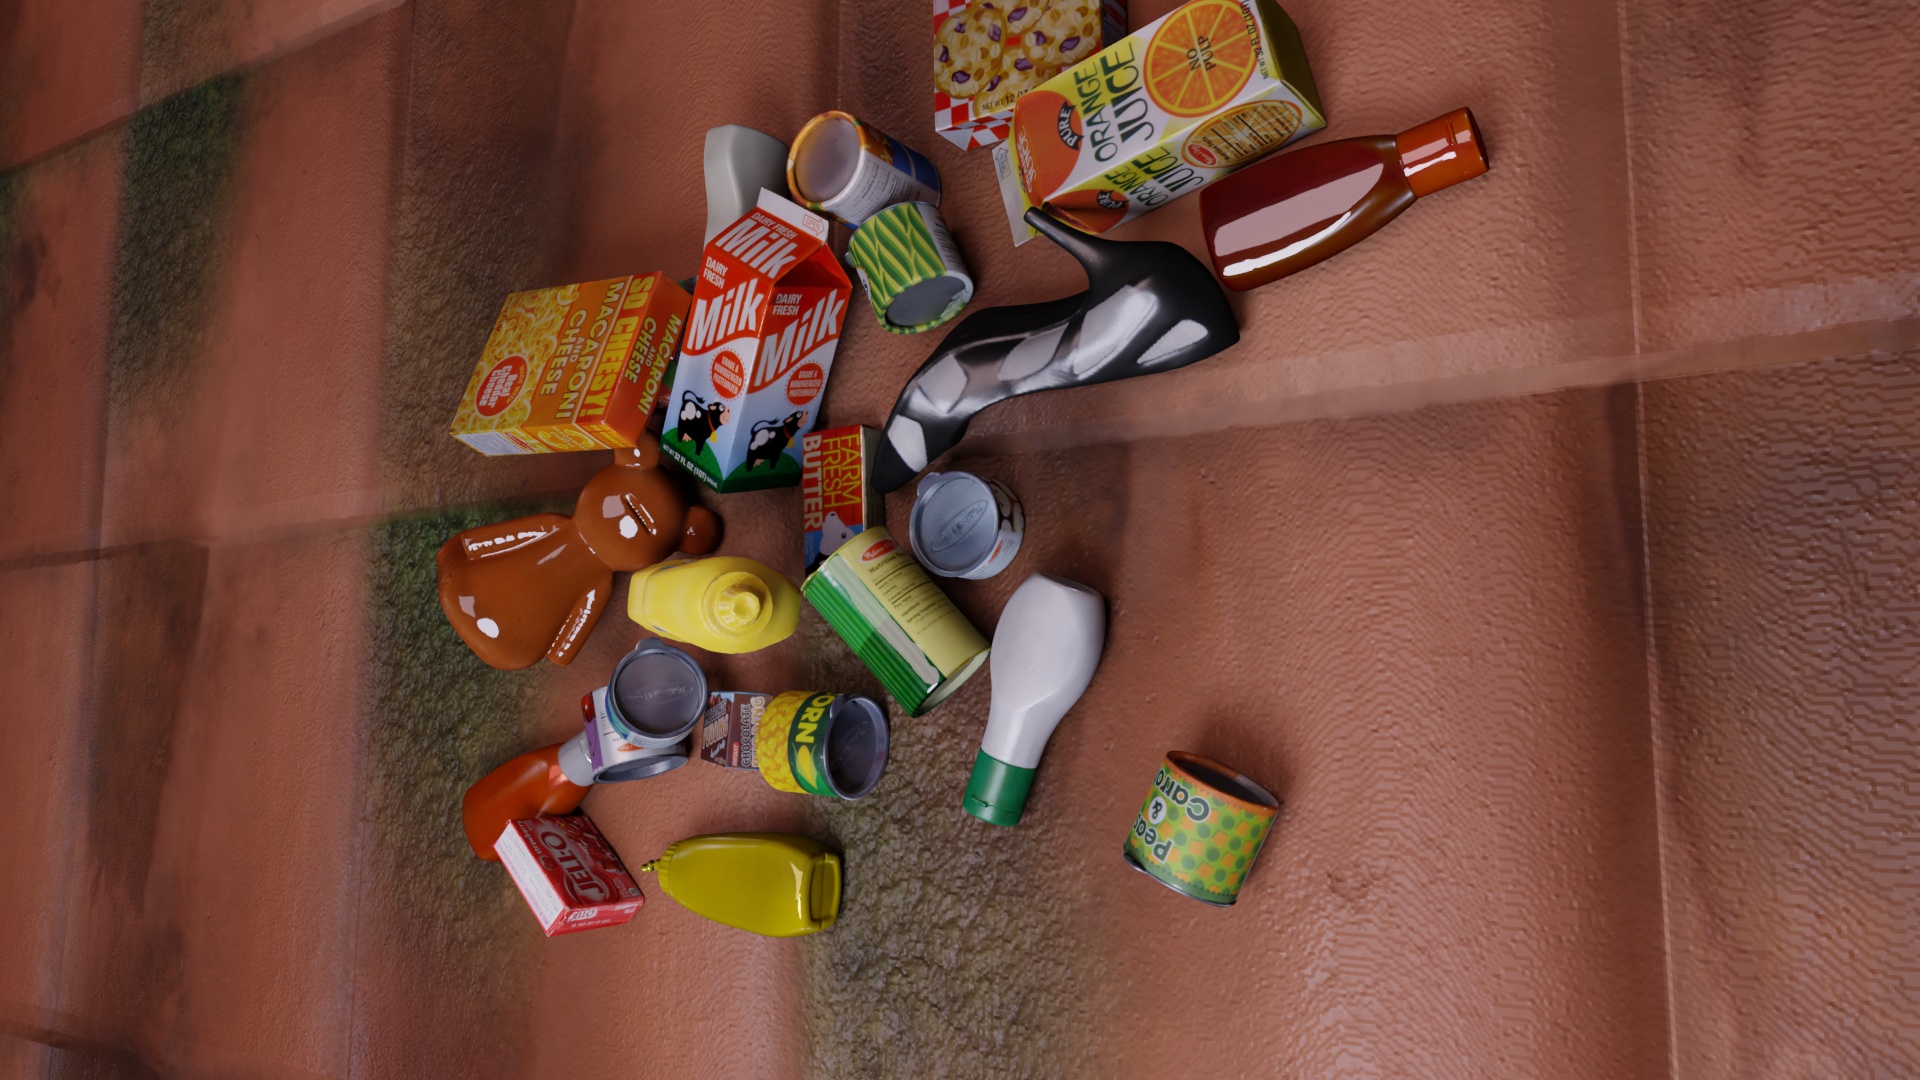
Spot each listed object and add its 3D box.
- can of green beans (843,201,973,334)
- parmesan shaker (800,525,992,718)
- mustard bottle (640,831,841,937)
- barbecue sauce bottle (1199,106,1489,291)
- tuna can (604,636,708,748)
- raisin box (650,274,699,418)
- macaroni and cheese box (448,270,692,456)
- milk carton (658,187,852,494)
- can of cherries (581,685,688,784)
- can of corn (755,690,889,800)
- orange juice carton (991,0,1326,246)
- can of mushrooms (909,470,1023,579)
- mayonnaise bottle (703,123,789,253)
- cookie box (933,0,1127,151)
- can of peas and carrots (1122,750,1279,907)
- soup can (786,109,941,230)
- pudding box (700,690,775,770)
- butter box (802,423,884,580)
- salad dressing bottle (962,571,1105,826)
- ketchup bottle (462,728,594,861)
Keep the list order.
[{"bbox_3d":[-0.032,-0.174,0.894,0.071,0.071,0.058,-33,67,25],"label":"can of green beans"},{"bbox_3d":[-0.040,0.051,0.851,0.103,0.071,0.071,48,110,13],"label":"parmesan shaker"},{"bbox_3d":[-0.153,0.223,0.926,0.160,0.049,0.065,0,83,34],"label":"mustard bottle"},{"bbox_3d":[0.207,-0.189,0.754,0.148,0.044,0.065,-18,74,30],"label":"barbecue sauce bottle"},{"bbox_3d":[-0.207,0.104,0.942,0.032,0.071,0.071,131,127,-60],"label":"tuna can"},{"bbox_3d":[-0.222,-0.139,1.030,0.123,0.040,0.086,-11,78,32],"label":"raisin box"},{"bbox_3d":[-0.279,-0.125,0.997,0.166,0.040,0.124,0,64,34],"label":"macaroni and cheese box"},{"bbox_3d":[-0.133,-0.132,0.923,0.072,0.074,0.189,33,117,33],"label":"milk carton"},{"bbox_3d":[-0.231,0.135,0.981,0.071,0.071,0.058,-25,70,28],"label":"can of cherries"},{"bbox_3d":[-0.089,0.127,0.885,0.058,0.071,0.071,-1,83,34],"label":"can of corn"},{"bbox_3d":[0.104,-0.241,0.811,0.192,0.073,0.072,-21,73,30],"label":"orange juice carton"},{"bbox_3d":[0.003,-0.011,0.867,0.071,0.033,0.071,-5,81,33],"label":"can of mushrooms"},{"bbox_3d":[-0.154,-0.214,0.984,0.041,0.065,0.148,1,88,37],"label":"mayonnaise bottle"},{"bbox_3d":[0.042,-0.348,0.886,0.123,0.040,0.167,-7,79,32],"label":"cookie box"},{"bbox_3d":[0.126,0.152,0.740,0.071,0.071,0.058,28,98,33],"label":"can of peas and carrots"},{"bbox_3d":[-0.065,-0.239,0.915,0.071,0.084,0.071,-5,80,33],"label":"soup can"},{"bbox_3d":[-0.149,0.125,0.925,0.083,0.030,0.049,168,108,-68],"label":"pudding box"},{"bbox_3d":[-0.078,-0.023,0.927,0.053,0.024,0.103,-8,79,31],"label":"butter box"},{"bbox_3d":[0.040,0.094,0.822,0.064,0.044,0.147,22,96,32],"label":"salad dressing bottle"},{"bbox_3d":[-0.310,0.183,1.037,0.148,0.043,0.065,-33,64,25],"label":"ketchup bottle"}]
